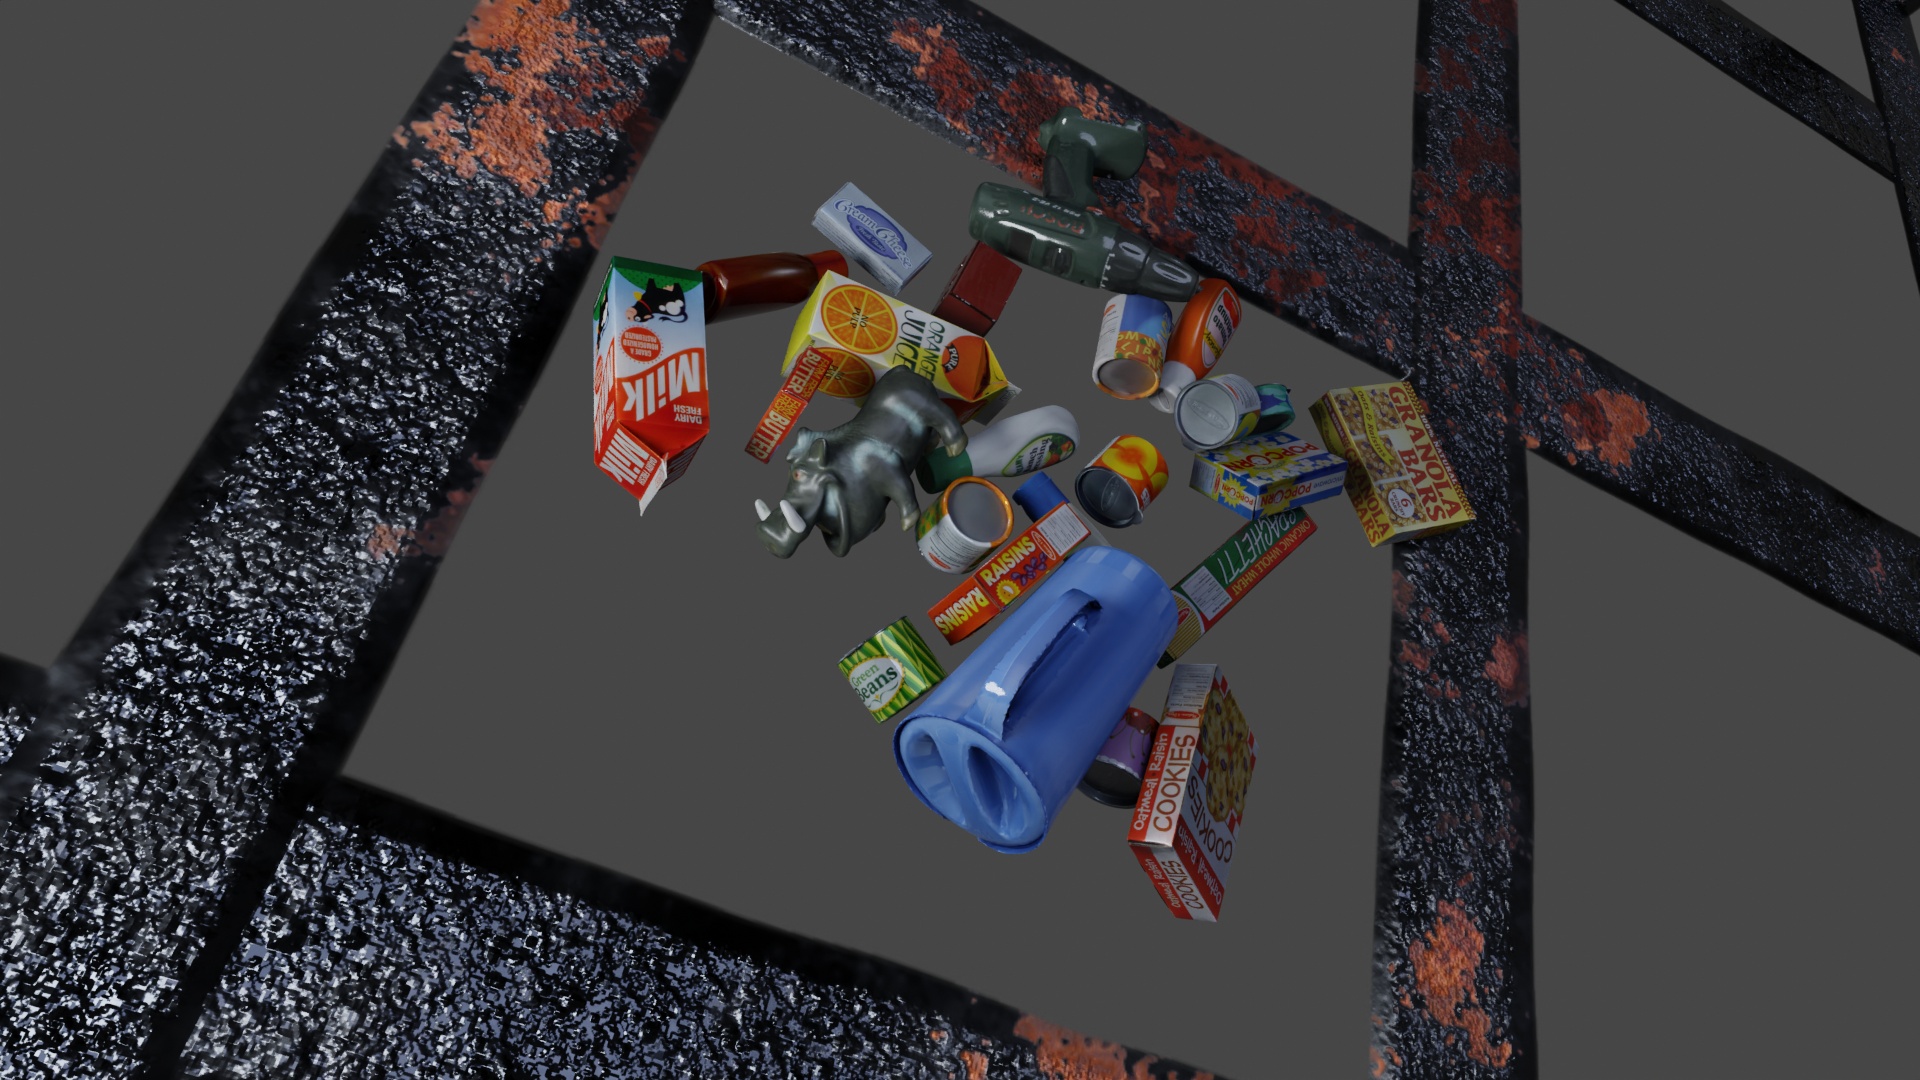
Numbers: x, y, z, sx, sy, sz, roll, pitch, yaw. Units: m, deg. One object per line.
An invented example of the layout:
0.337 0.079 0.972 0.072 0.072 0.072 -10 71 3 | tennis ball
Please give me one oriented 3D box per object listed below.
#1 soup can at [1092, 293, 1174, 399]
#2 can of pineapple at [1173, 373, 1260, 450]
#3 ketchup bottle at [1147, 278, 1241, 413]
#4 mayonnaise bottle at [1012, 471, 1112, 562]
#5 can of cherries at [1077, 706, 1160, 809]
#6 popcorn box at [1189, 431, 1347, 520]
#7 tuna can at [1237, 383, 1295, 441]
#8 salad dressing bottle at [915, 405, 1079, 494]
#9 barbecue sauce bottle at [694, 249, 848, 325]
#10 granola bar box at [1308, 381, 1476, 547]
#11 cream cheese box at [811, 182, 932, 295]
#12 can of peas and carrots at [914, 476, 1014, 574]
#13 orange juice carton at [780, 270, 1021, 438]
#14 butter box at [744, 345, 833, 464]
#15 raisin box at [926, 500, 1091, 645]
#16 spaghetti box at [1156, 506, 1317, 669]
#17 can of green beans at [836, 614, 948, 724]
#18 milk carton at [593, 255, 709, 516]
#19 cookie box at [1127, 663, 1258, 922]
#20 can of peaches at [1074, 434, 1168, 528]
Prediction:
0.167 -0.186 1.331 0.071 0.071 0.084 24 57 -16 | soup can
0.243 -0.122 1.321 0.058 0.070 0.071 -19 74 -54 | can of pineapple
0.230 -0.190 1.376 0.149 0.043 0.064 -58 136 -29 | ketchup bottle
0.105 0.007 1.203 0.041 0.065 0.148 -41 83 2 | mayonnaise bottle
0.125 0.172 1.121 0.071 0.071 0.059 34 54 -9 | can of cherries
0.295 -0.063 1.326 0.127 0.038 0.085 -15 33 -33 | popcorn box
0.296 -0.126 1.368 0.071 0.070 0.033 -5 69 -30 | tuna can
0.032 -0.077 1.209 0.148 0.064 0.044 -19 61 -25 | salad dressing bottle
-0.160 -0.219 1.179 0.149 0.064 0.044 -22 79 -44 | barbecue sauce bottle
0.448 -0.081 1.443 0.124 0.039 0.166 -9 69 -31 | granola bar box
-0.081 -0.277 1.273 0.104 0.024 0.054 41 53 -4 | cream cheese box
0.004 -0.015 1.159 0.071 0.058 0.071 13 60 -23 | can of peas and carrots
-0.047 -0.150 1.195 0.193 0.071 0.073 21 58 -17 | orange juice carton
-0.137 -0.107 1.104 0.024 0.103 0.053 32 55 -10 | butter box
0.040 0.027 1.139 0.124 0.085 0.040 -38 89 -37 | raisin box
0.246 0.032 1.282 0.251 0.028 0.050 -36 84 -37 | spaghetti box
-0.052 0.099 1.065 0.071 0.071 0.058 -31 83 -36 | can of green beans
-0.240 -0.118 1.074 0.073 0.072 0.191 6 63 -26 | milk carton
0.189 0.202 1.117 0.122 0.040 0.168 58 42 -40 | cookie box
0.148 -0.052 1.250 0.071 0.071 0.058 46 52 0 | can of peaches
